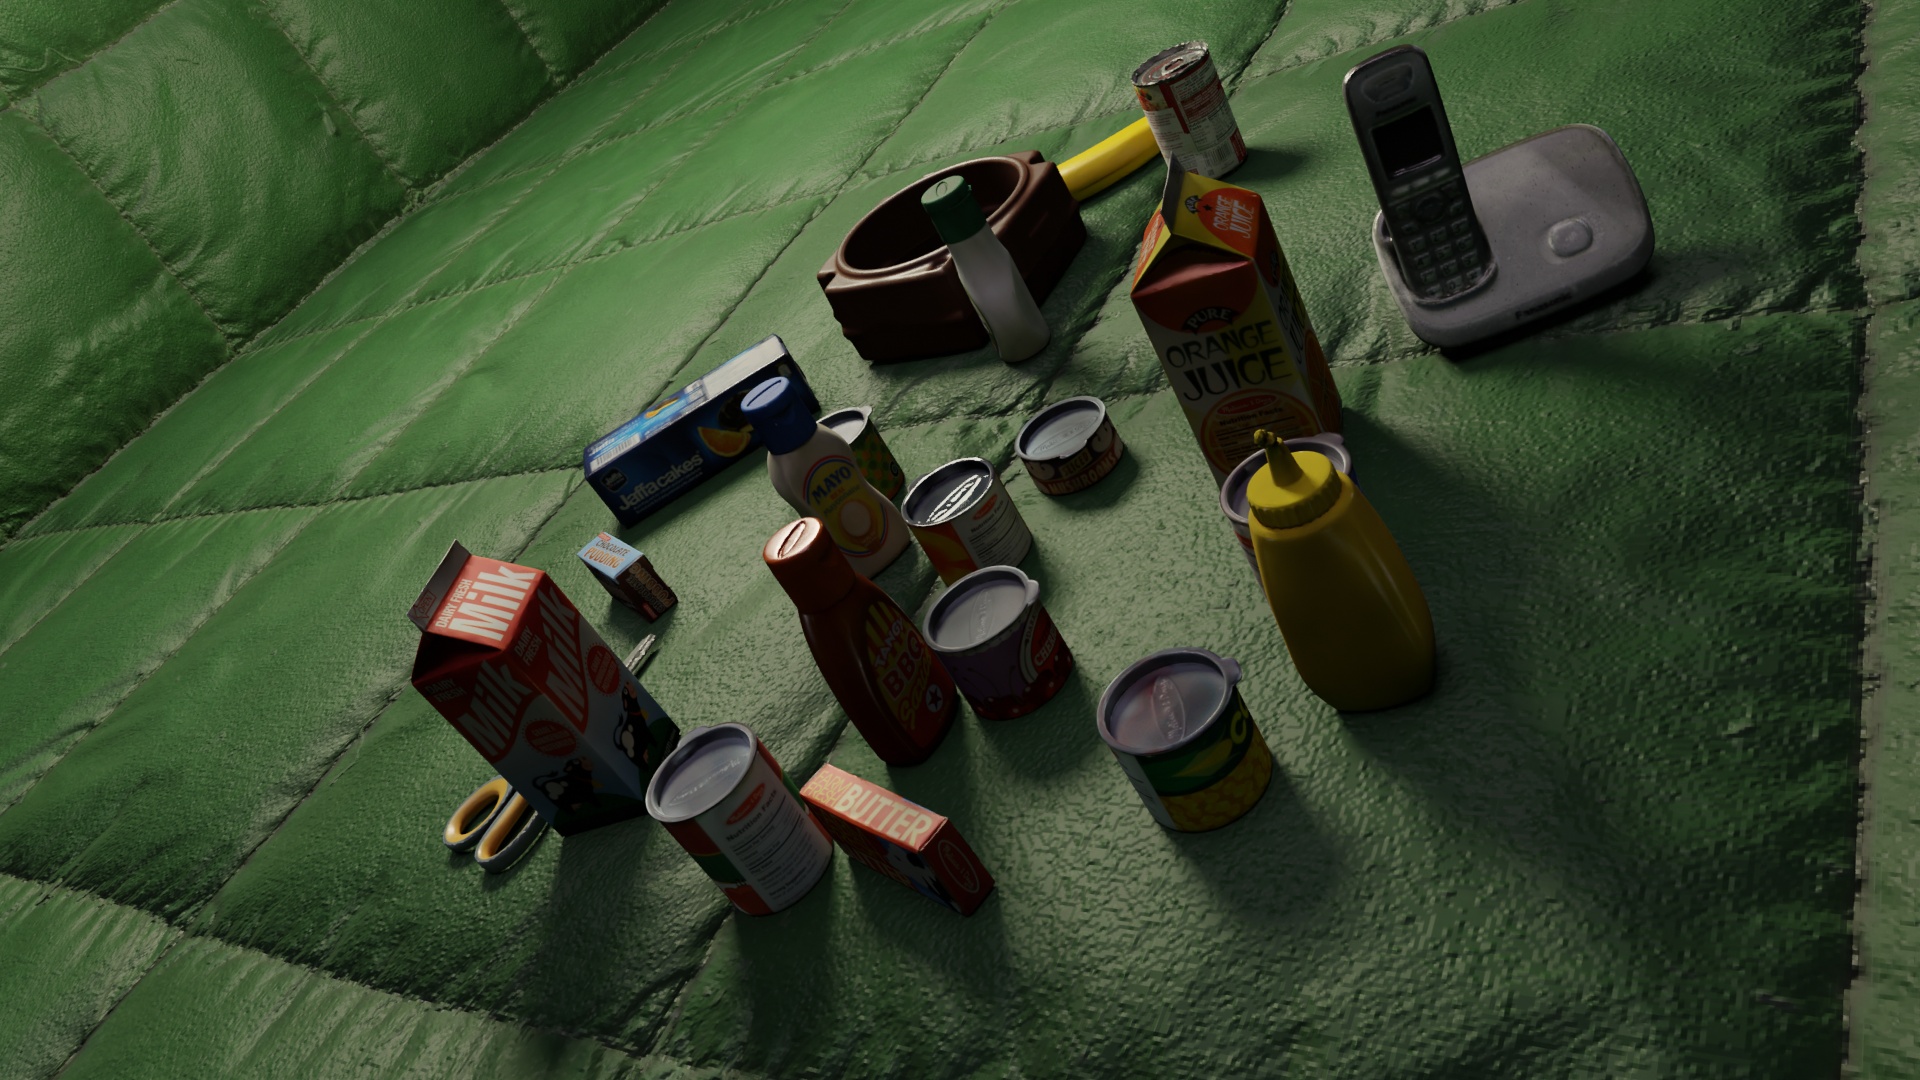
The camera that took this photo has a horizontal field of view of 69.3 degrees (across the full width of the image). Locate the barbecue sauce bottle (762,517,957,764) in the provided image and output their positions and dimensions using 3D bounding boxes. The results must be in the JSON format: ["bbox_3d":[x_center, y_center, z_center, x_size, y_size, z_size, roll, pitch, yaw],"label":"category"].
[{"bbox_3d":[-0.055,0.053,0.759,0.043,0.148,0.065,-8,38,34],"label":"barbecue sauce bottle"}]

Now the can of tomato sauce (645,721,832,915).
[{"bbox_3d":[-0.117,0.148,0.740,0.071,0.082,0.071,-22,32,15],"label":"can of tomato sauce"}]

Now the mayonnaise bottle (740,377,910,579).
[{"bbox_3d":[-0.093,-0.040,0.923,0.065,0.147,0.041,-41,32,-15],"label":"mayonnaise bottle"}]

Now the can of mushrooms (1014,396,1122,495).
[{"bbox_3d":[0.073,-0.062,0.923,0.071,0.033,0.071,-22,32,15],"label":"can of mushrooms"}]

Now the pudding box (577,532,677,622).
[{"bbox_3d":[-0.255,0.027,1.062,0.030,0.049,0.084,-43,33,-18],"label":"pudding box"}]

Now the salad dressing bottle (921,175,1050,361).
[{"bbox_3d":[0.019,-0.207,1.064,0.044,0.147,0.064,-23,32,14],"label":"salad dressing bottle"}]

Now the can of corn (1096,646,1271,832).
[{"bbox_3d":[0.108,0.092,0.651,0.071,0.058,0.071,-22,32,15],"label":"can of corn"}]

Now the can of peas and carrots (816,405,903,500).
[{"bbox_3d":[-0.081,-0.057,1.023,0.071,0.058,0.071,-22,32,15],"label":"can of peas and carrots"}]

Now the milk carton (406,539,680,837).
[{"bbox_3d":[-0.259,0.088,0.843,0.073,0.190,0.073,-19,33,20],"label":"milk carton"}]

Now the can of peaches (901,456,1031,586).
[{"bbox_3d":[0.003,-0.011,0.887,0.071,0.058,0.071,-22,32,15],"label":"can of peaches"}]

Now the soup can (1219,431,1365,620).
[{"bbox_3d":[0.178,-0.001,0.698,0.071,0.083,0.072,-22,32,15],"label":"soup can"}]

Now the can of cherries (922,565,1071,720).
[{"bbox_3d":[0.023,0.057,0.773,0.071,0.058,0.072,-22,32,15],"label":"can of cherries"}]

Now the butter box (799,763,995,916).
[{"bbox_3d":[-0.034,0.149,0.697,0.103,0.053,0.024,12,52,49],"label":"butter box"}]

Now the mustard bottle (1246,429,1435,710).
[{"bbox_3d":[0.165,0.009,0.623,0.065,0.159,0.049,-15,35,25],"label":"mustard bottle"}]

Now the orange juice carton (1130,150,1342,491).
[{"bbox_3d":[0.152,-0.122,0.787,0.073,0.192,0.072,-14,35,27],"label":"orange juice carton"}]
